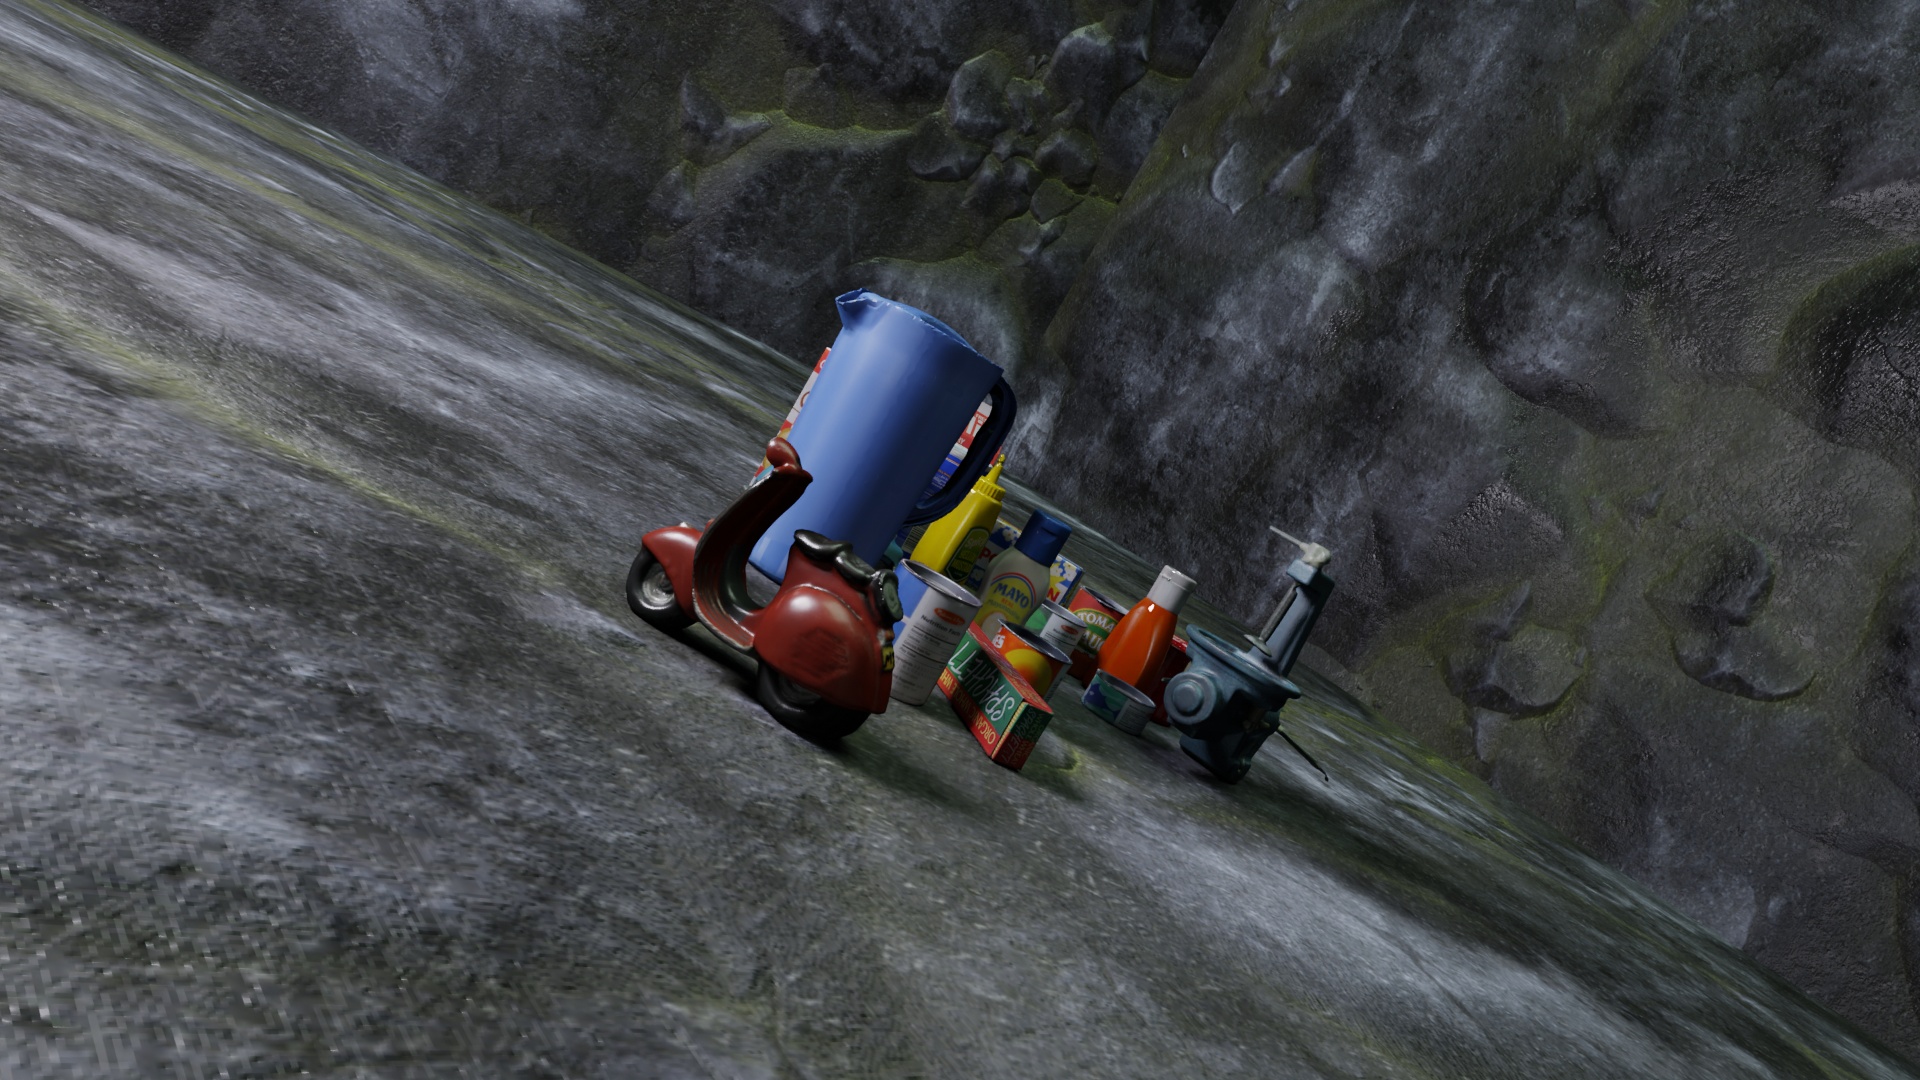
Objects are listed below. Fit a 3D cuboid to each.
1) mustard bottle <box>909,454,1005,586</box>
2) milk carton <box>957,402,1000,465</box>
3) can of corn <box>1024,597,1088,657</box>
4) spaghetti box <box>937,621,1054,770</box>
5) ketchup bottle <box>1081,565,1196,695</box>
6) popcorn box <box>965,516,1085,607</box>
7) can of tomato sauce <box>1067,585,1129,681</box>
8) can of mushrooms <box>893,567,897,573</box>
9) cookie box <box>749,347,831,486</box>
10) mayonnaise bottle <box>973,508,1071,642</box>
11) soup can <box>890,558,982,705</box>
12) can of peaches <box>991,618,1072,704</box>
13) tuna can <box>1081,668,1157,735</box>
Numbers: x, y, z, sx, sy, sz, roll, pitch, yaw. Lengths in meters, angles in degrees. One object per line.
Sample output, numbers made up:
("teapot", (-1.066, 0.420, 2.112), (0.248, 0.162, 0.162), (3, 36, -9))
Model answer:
("mustard bottle", (0.005, -0.018, 1.423), (0.049, 0.160, 0.065), (34, 7, 32))
("milk carton", (-0.014, -0.078, 1.652), (0.072, 0.190, 0.073), (29, 6, -10))
("can of corn", (0.083, 0.092, 1.380), (0.071, 0.058, 0.071), (30, 7, -4))
("spaghetti box", (0.006, 0.097, 1.058), (0.028, 0.050, 0.250), (27, 7, -24))
("ketchup bottle", (0.182, 0.096, 1.382), (0.043, 0.148, 0.065), (24, 9, -44))
("popcorn box", (0.068, 0.038, 1.600), (0.127, 0.085, 0.038), (32, 6, 13))
("can of tomato sauce", (0.133, 0.099, 1.440), (0.071, 0.083, 0.071), (30, 6, -4))
("can of mushrooms", (-0.037, 0.056, 1.248), (0.071, 0.033, 0.071), (30, 7, -4))
("cookie box", (-0.127, -0.095, 1.398), (0.123, 0.167, 0.040), (35, 8, 39))
("mayonnaise bottle", (0.042, 0.045, 1.174), (0.065, 0.148, 0.041), (30, 6, -4))
("soup can", (-0.034, 0.064, 0.989), (0.071, 0.083, 0.071), (30, 6, -4))
("can of peaches", (0.047, 0.106, 1.134), (0.071, 0.058, 0.071), (30, 7, -4))
("tuna can", (0.149, 0.153, 1.321), (0.071, 0.033, 0.071), (30, 7, -4))
